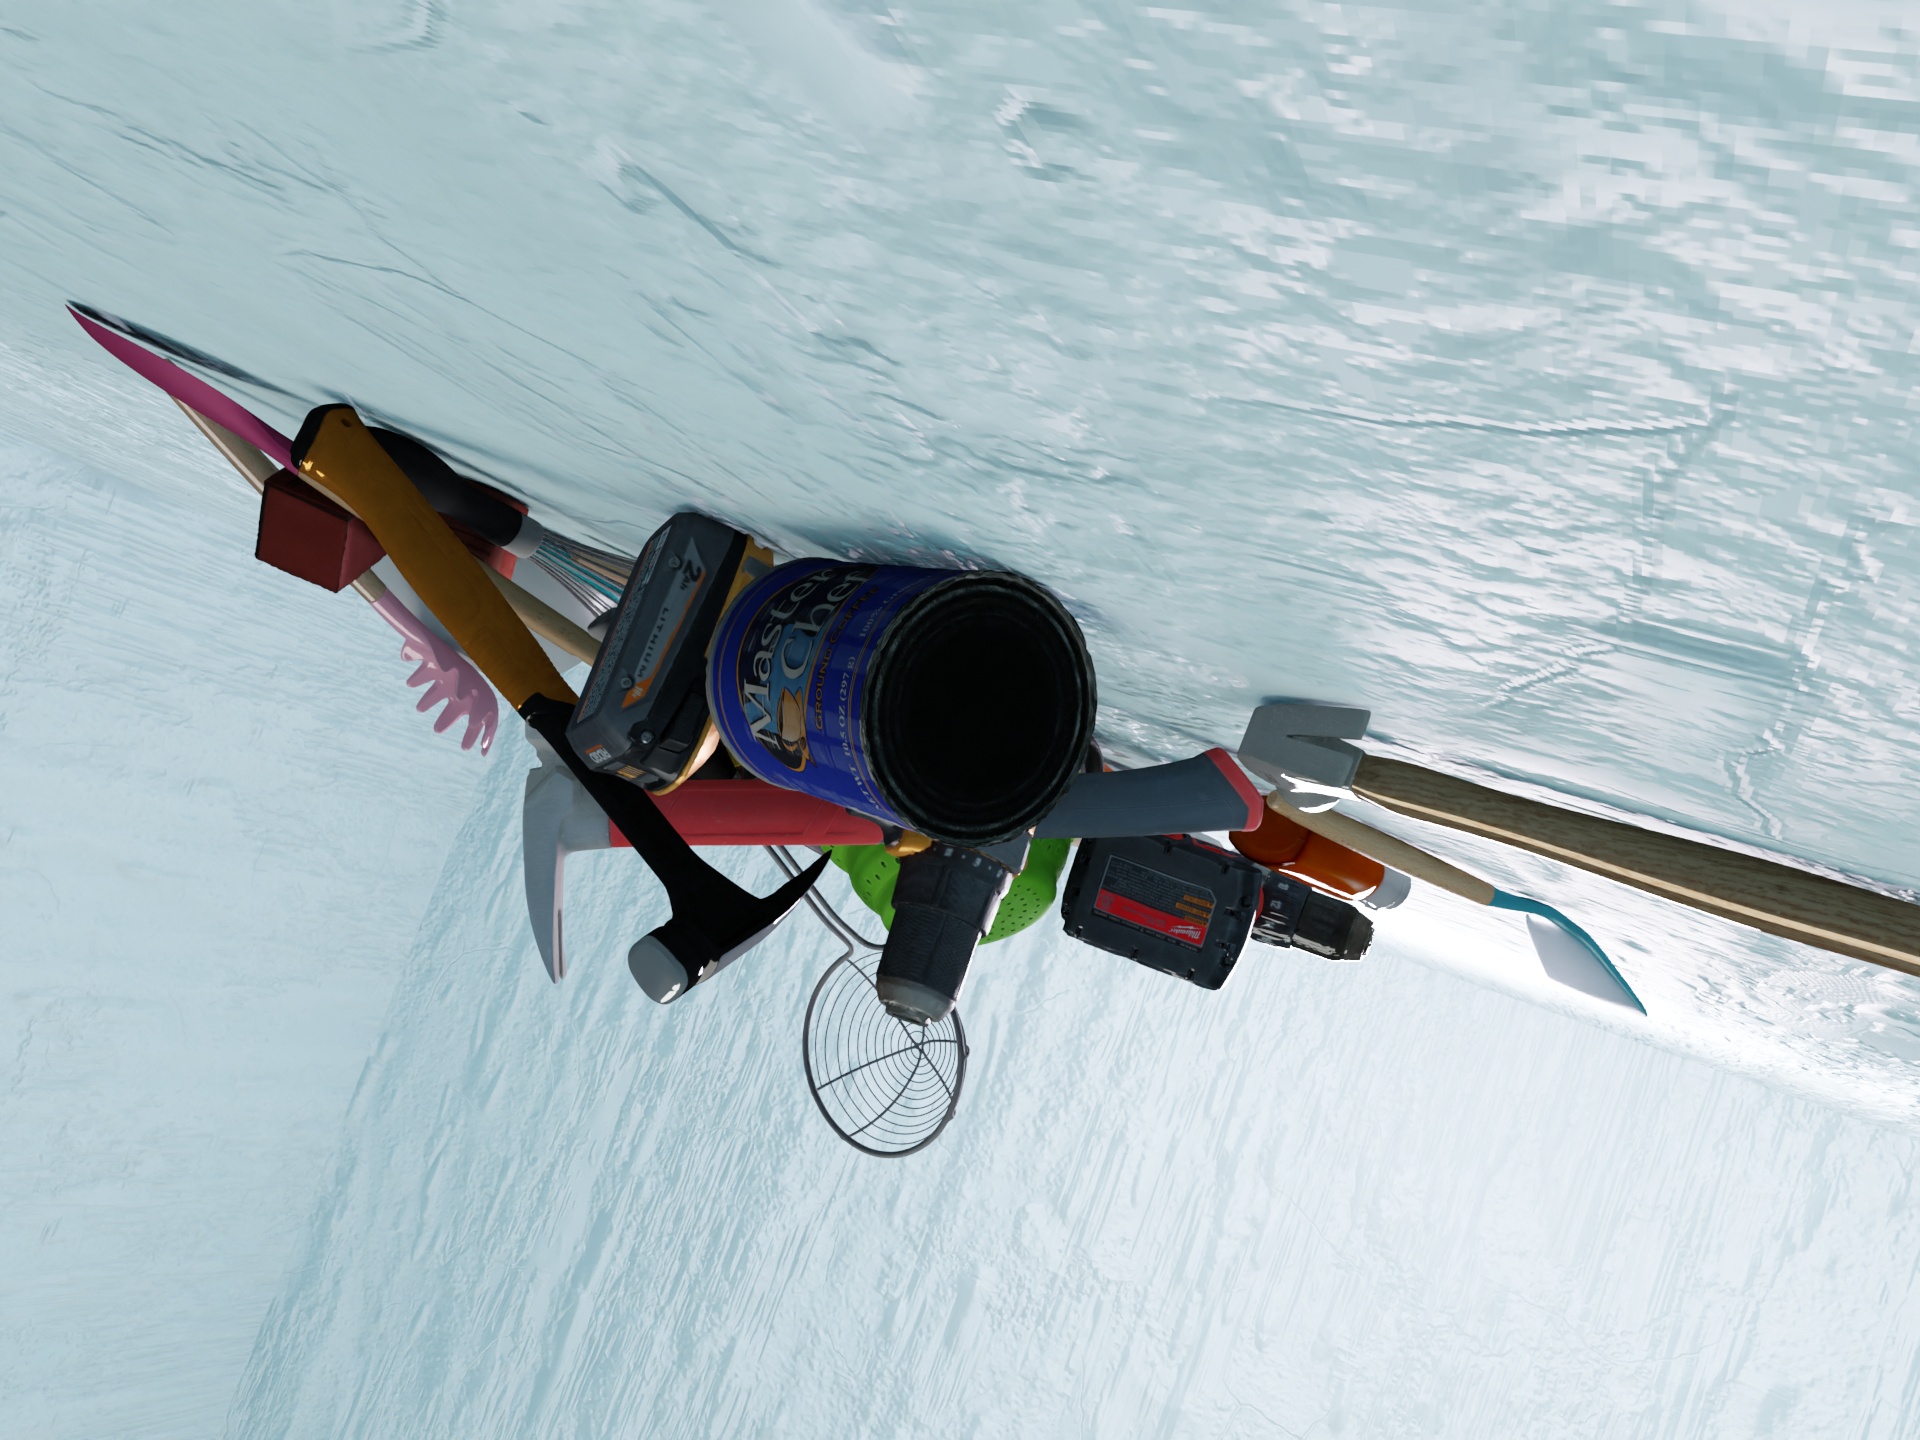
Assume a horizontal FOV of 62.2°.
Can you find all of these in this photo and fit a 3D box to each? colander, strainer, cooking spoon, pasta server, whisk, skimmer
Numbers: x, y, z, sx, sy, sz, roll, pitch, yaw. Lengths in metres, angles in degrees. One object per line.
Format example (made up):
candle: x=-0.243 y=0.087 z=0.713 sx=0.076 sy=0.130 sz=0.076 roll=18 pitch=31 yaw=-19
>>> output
colander: x=-0.032 y=0.045 z=0.937 sx=0.204 sy=0.095 sz=0.396 roll=-20 pitch=147 yaw=14
strainer: x=-0.274 y=-0.060 z=1.086 sx=0.340 sy=0.095 sz=0.211 roll=24 pitch=176 yaw=7
cooking spoon: x=-0.323 y=-0.120 z=0.840 sx=0.318 sy=0.017 sz=0.069 roll=34 pitch=174 yaw=-13
pasta server: x=-0.377 y=-0.089 z=0.965 sx=0.060 sy=0.040 sz=0.315 roll=13 pitch=149 yaw=37
whisk: x=-0.224 y=-0.091 z=0.903 sx=0.070 sy=0.070 sz=0.284 roll=16 pitch=169 yaw=43
skimmer: x=-0.116 y=0.100 z=0.933 sx=0.127 sy=0.090 sz=0.363 roll=-20 pitch=114 yaw=34

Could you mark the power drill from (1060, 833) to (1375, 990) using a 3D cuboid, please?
power drill: x=0.177 y=0.124 z=1.070 sx=0.188 sy=0.080 sz=0.226 roll=19 pitch=-177 yaw=20

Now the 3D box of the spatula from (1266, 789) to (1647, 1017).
spatula: x=0.306 y=0.111 z=0.990 sx=0.317 sy=0.044 sz=0.082 roll=24 pitch=177 yaw=-26

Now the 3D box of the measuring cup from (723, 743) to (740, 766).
measuring cup: x=-0.086 y=0.003 z=0.977 sx=0.156 sy=0.062 sz=0.029 roll=-19 pitch=-169 yaw=-29

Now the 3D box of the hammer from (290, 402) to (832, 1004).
hammer: x=-0.204 y=-0.023 z=0.772 sx=0.337 sy=0.034 sz=0.127 roll=50 pitch=-145 yaw=5

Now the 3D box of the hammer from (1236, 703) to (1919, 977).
hammer: x=0.261 y=0.053 z=0.597 sx=0.331 sy=0.031 sz=0.130 roll=18 pitch=175 yaw=27

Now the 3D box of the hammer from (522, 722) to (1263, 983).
hammer: x=-0.033 y=0.063 z=0.842 sx=0.386 sy=0.143 sz=0.038 roll=-1 pitch=180 yaw=-4

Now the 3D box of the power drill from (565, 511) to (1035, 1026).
power drill: x=-0.065 y=0.025 z=0.746 sx=0.226 sy=0.185 sz=0.084 roll=25 pitch=161 yaw=-21

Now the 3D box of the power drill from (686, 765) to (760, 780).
power drill: x=-0.104 y=0.052 z=1.194 sx=0.143 sy=0.079 sz=0.219 roll=-14 pitch=165 yaw=37

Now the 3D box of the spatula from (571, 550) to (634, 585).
spatula: x=-0.123 y=-0.055 z=1.069 sx=0.315 sy=0.018 sz=0.060 roll=23 pitch=178 yaw=-41

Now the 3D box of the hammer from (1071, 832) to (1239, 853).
hammer: x=0.049 y=0.075 z=1.209 sx=0.410 sy=0.038 sz=0.146 roll=13 pitch=-173 yaw=-42

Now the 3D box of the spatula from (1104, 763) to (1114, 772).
spatula: x=-0.002 y=-0.003 z=0.985 sx=0.081 sy=0.041 sz=0.322 roll=-28 pitch=149 yaw=20
